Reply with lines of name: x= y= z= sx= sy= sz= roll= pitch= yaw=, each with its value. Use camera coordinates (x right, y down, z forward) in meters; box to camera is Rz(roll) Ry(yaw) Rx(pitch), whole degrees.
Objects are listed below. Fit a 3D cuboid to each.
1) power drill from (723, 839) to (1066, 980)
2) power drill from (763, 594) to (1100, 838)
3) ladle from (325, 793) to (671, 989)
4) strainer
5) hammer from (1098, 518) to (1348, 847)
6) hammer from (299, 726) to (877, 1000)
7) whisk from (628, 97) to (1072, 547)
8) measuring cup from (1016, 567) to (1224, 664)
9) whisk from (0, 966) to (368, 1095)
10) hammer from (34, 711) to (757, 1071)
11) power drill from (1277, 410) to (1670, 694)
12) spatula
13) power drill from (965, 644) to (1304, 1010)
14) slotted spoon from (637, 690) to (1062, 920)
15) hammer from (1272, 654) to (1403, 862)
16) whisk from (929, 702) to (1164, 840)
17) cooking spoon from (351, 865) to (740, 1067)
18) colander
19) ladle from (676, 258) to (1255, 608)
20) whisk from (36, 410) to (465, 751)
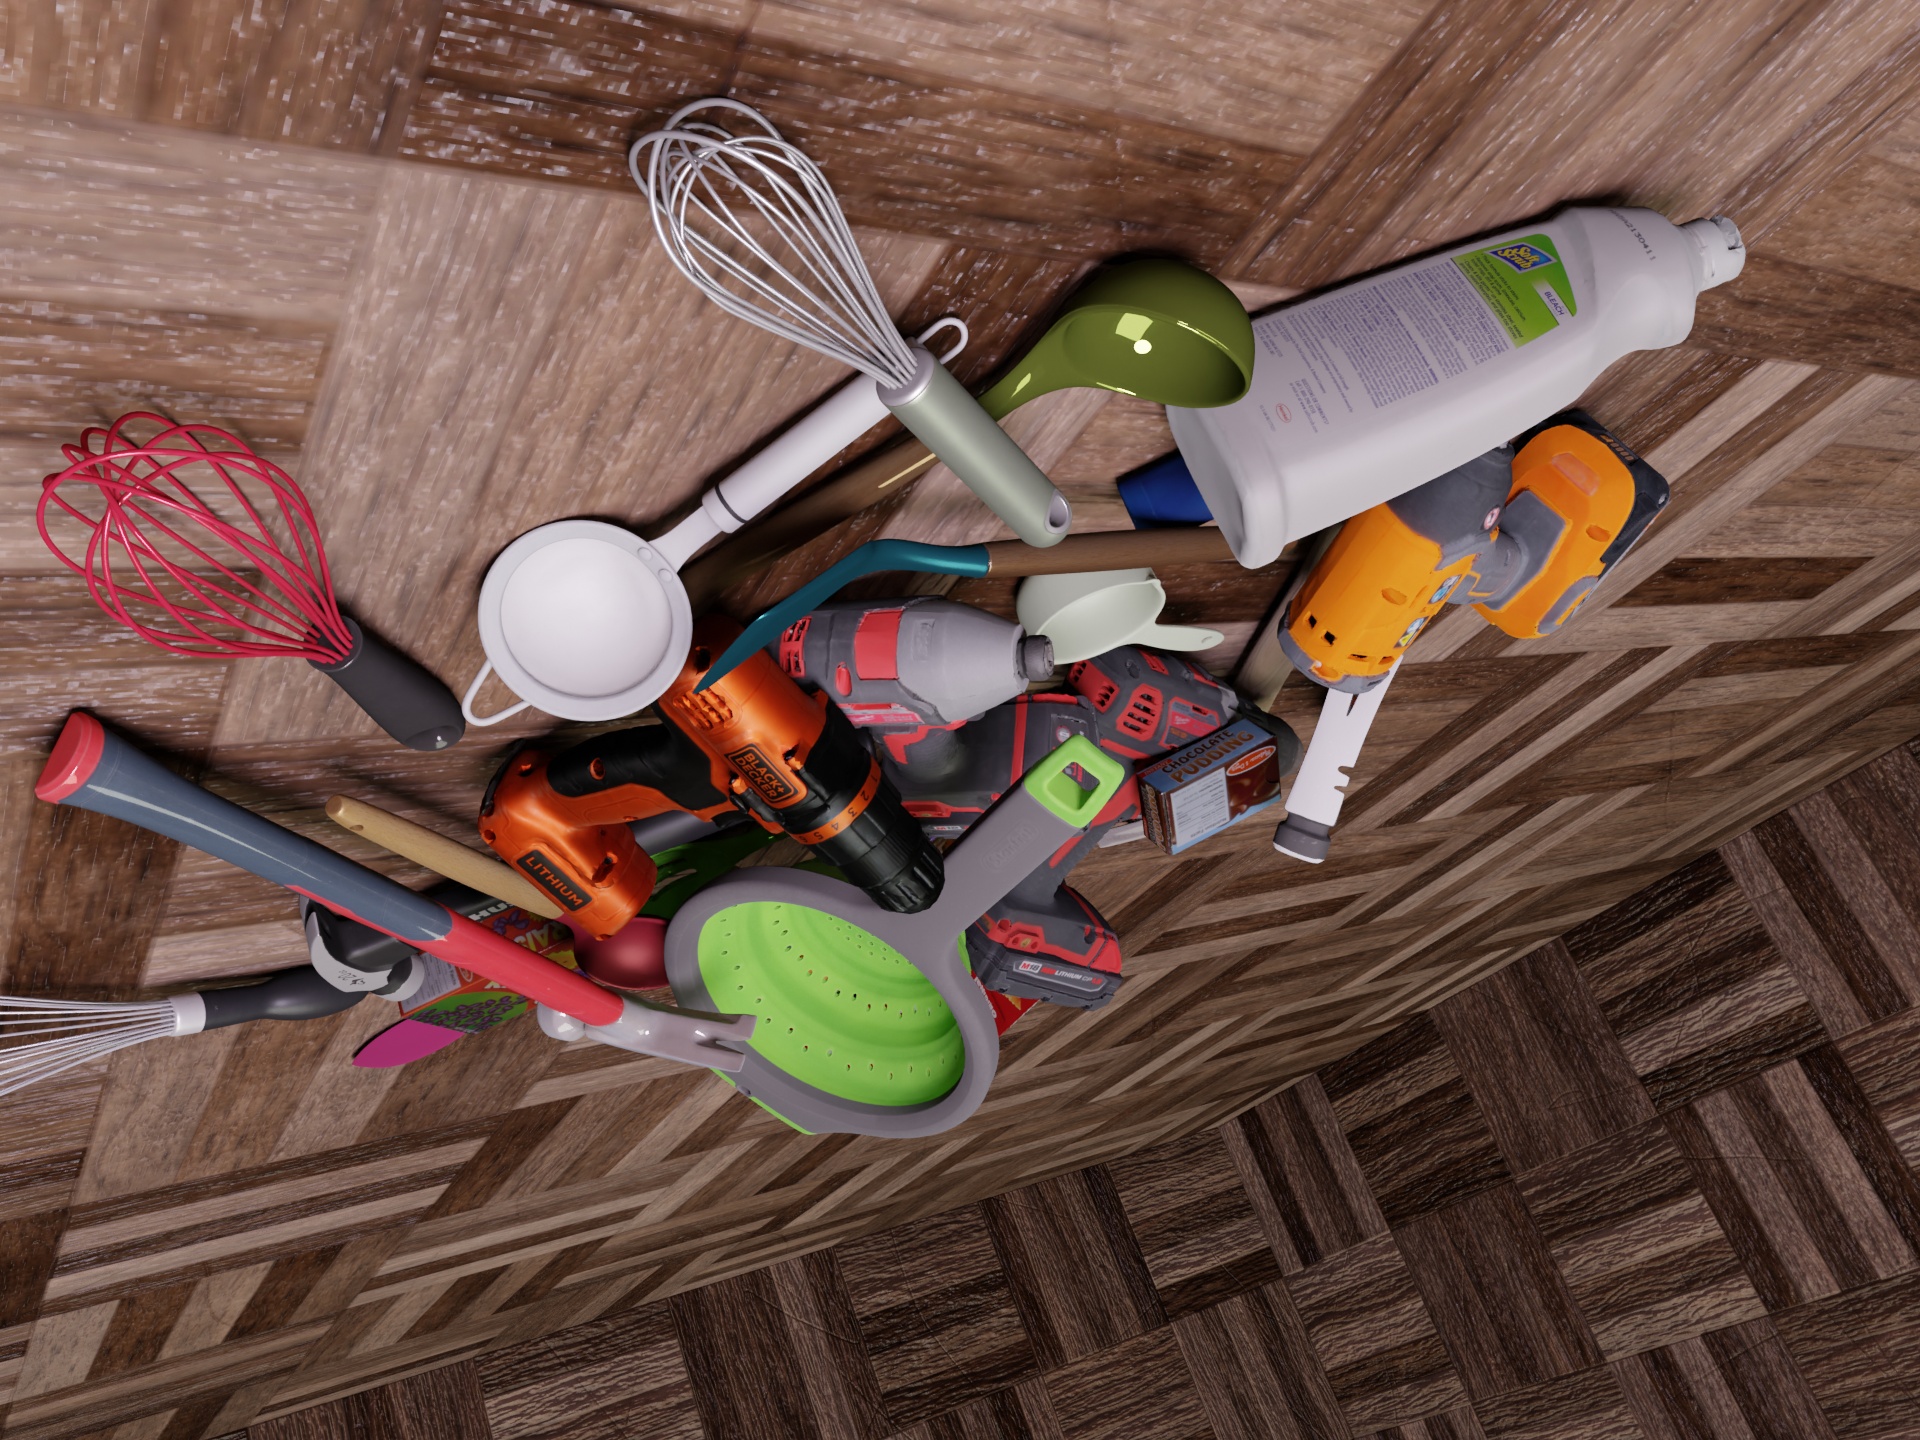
power drill: x=-0.040 y=0.135 z=1.139 sx=0.226 sy=0.084 sz=0.185 roll=-22 pitch=160 yaw=9
power drill: x=-0.001 y=-0.003 z=0.818 sx=0.143 sy=0.079 sz=0.219 roll=-2 pitch=161 yaw=19
ladle: x=-0.229 y=0.093 z=0.840 sx=0.069 sy=0.031 sz=0.315 roll=-23 pitch=154 yaw=9
strainer: x=-0.101 y=-0.081 z=0.645 sx=0.258 sy=0.050 sz=0.086 roll=-34 pitch=112 yaw=14
hammer: x=0.189 y=-0.020 z=1.055 sx=0.146 sy=0.038 sz=0.410 roll=-15 pitch=156 yaw=-14
hammer: x=-0.205 y=0.073 z=0.898 sx=0.335 sy=0.035 sz=0.146 roll=-22 pitch=158 yaw=-3
whisk: x=-0.025 y=-0.125 z=0.557 sx=0.059 sy=0.058 sz=0.246 roll=8 pitch=162 yaw=36
measuring cup: x=0.094 y=-0.063 z=0.871 sx=0.083 sy=0.038 sz=0.167 roll=-37 pitch=156 yaw=31
whisk: x=-0.449 y=0.163 z=0.852 sx=0.284 sy=0.070 sz=0.070 roll=-2 pitch=150 yaw=-49
hammer: x=-0.254 y=0.096 z=0.763 sx=0.143 sy=0.038 sz=0.385 roll=4 pitch=156 yaw=31
power drill: x=0.281 y=-0.103 z=0.840 sx=0.226 sy=0.084 sz=0.164 roll=-15 pitch=145 yaw=-42
spatula: x=0.033 y=-0.062 z=0.705 sx=0.317 sy=0.044 sz=0.082 roll=-8 pitch=164 yaw=-31
power drill: x=0.105 y=0.067 z=0.998 sx=0.187 sy=0.080 sz=0.226 roll=18 pitch=108 yaw=-38
slotted spoon: x=-0.078 y=0.052 z=0.981 sx=0.314 sy=0.031 sz=0.070 roll=-25 pitch=143 yaw=0
hammer: x=0.250 y=0.004 z=1.035 sx=0.337 sy=0.034 sz=0.127 roll=-17 pitch=126 yaw=-74
whisk: x=0.021 y=0.032 z=1.020 sx=0.245 sy=0.051 sz=0.047 roll=-27 pitch=178 yaw=0
cooking spoon: x=-0.279 y=0.171 z=1.071 sx=0.319 sy=0.017 sz=0.068 roll=-28 pitch=158 yaw=15
colander: x=-0.022 y=0.100 z=0.876 sx=0.397 sy=0.204 sz=0.094 roll=-47 pitch=-172 yaw=44
ladle: x=-0.028 y=-0.094 z=0.664 sx=0.320 sy=0.062 sz=0.078 roll=-27 pitch=150 yaw=18
whisk: x=-0.245 y=-0.035 z=0.597 sx=0.073 sy=0.073 sz=0.295 roll=-21 pitch=164 yaw=-4
